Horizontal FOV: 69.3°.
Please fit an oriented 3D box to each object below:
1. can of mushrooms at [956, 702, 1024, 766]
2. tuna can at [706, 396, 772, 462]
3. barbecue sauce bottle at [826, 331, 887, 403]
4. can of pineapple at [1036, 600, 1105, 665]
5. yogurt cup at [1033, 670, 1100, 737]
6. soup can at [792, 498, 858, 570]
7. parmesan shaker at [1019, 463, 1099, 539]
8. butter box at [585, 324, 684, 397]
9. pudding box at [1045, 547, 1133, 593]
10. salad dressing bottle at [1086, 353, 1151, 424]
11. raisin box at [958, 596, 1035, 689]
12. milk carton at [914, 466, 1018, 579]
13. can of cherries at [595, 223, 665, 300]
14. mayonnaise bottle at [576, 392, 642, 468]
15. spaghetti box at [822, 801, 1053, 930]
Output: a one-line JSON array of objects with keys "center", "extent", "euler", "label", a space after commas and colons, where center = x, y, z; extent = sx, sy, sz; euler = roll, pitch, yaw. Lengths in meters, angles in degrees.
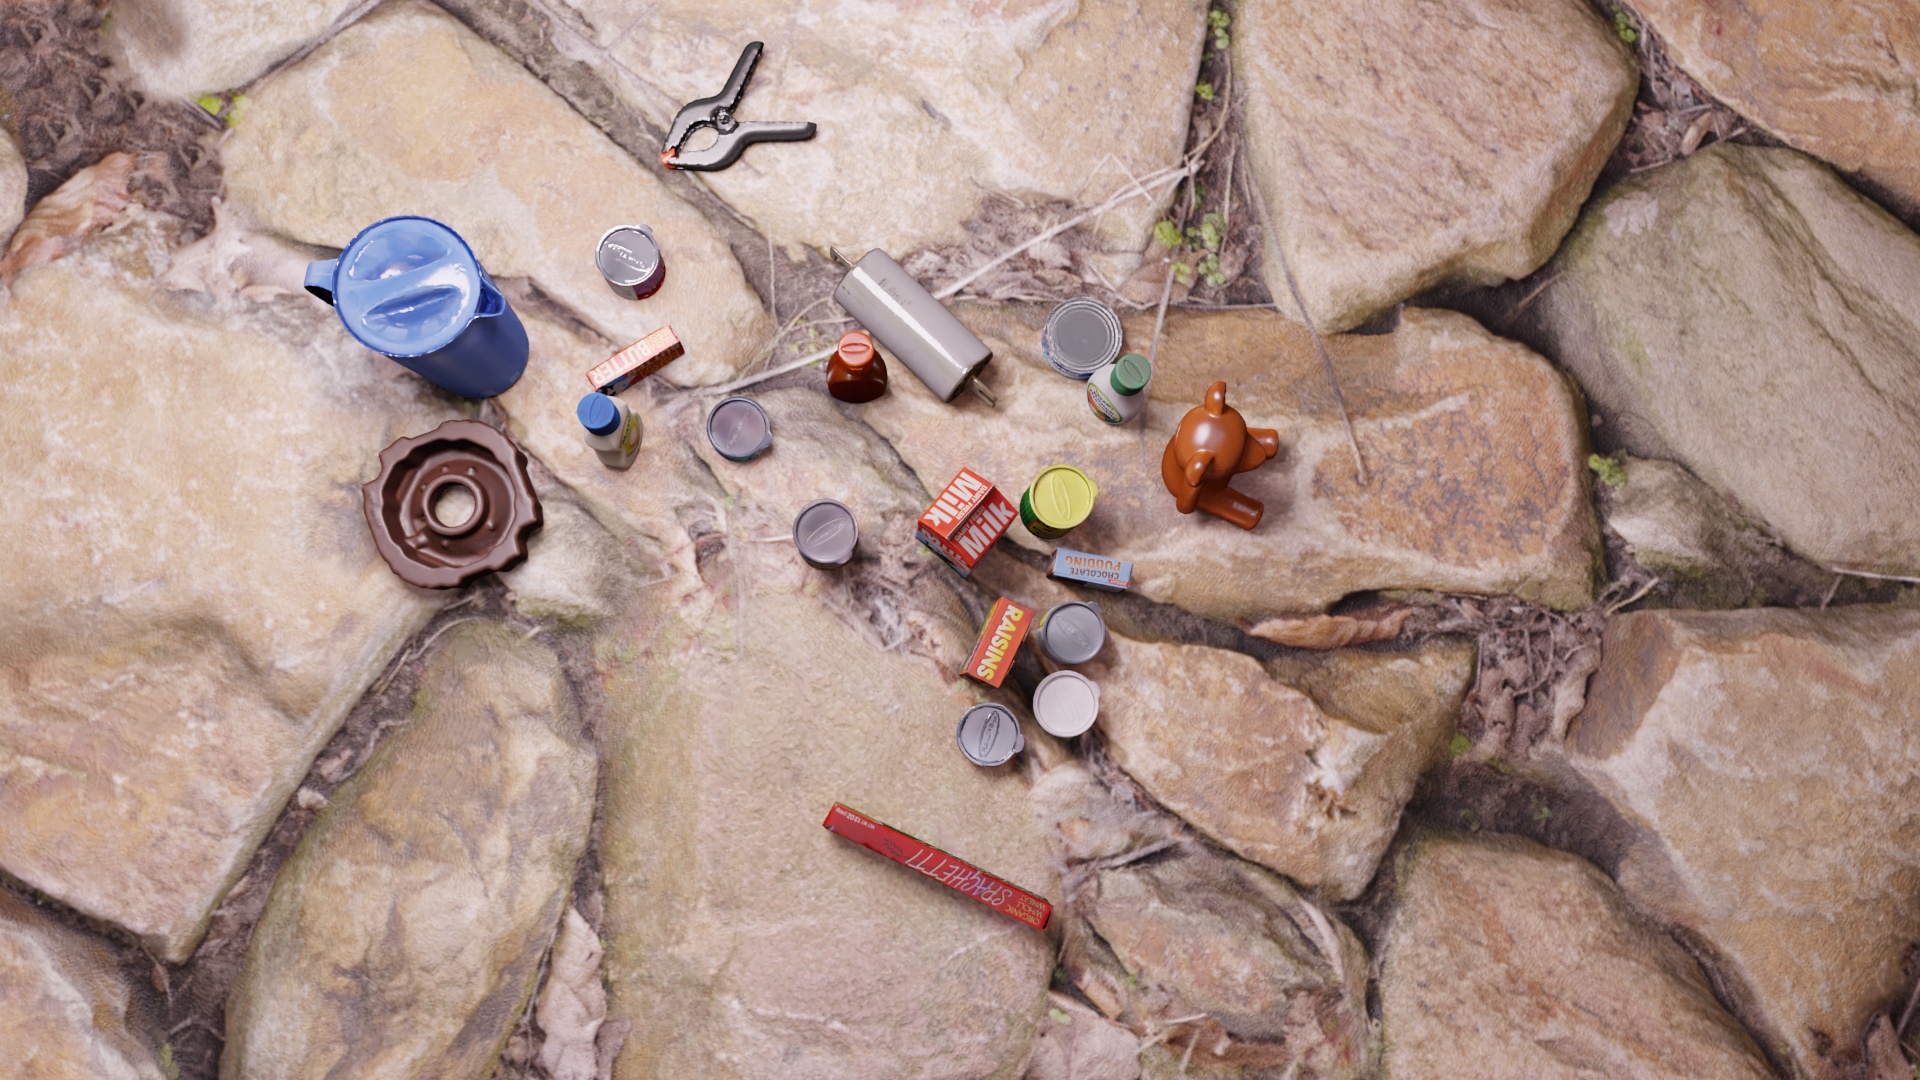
[{"center": [0.031, 0.203, 1.450], "extent": [0.071, 0.033, 0.071], "euler": [1, 82, -4], "label": "can of mushrooms"}, {"center": [-0.233, -0.117, 1.476], "extent": [0.071, 0.033, 0.071], "euler": [1, 82, -4], "label": "tuna can"}, {"center": [-0.107, -0.179, 1.435], "extent": [0.065, 0.148, 0.043], "euler": [-1, 83, -4], "label": "barbecue sauce bottle"}, {"center": [0.117, 0.097, 1.458], "extent": [0.071, 0.058, 0.071], "euler": [1, 82, -4], "label": "can of pineapple"}, {"center": [0.107, 0.171, 1.449], "extent": [0.072, 0.054, 0.072], "euler": [1, 82, -4], "label": "yogurt cup"}, {"center": [-0.138, -0.002, 1.441], "extent": [0.071, 0.083, 0.071], "euler": [0, 83, -4], "label": "soup can"}, {"center": [0.102, -0.039, 1.453], "extent": [0.071, 0.103, 0.071], "euler": [0, 83, -4], "label": "parmesan shaker"}, {"center": [-0.343, -0.188, 1.468], "extent": [0.103, 0.053, 0.024], "euler": [-33, 86, -7], "label": "butter box"}, {"center": [0.136, 0.032, 1.472], "extent": [0.084, 0.049, 0.030], "euler": [11, 82, -2], "label": "pudding box"}, {"center": [0.167, -0.160, 1.451], "extent": [0.044, 0.147, 0.064], "euler": [-39, 87, -7], "label": "salad dressing bottle"}, {"center": [0.036, 0.107, 1.418], "extent": [0.040, 0.123, 0.086], "euler": [27, 82, 0], "label": "raisin box"}, {"center": [0.005, -0.018, 1.399], "extent": [0.073, 0.190, 0.072], "euler": [40, 82, 2], "label": "milk carton"}, {"center": [-0.349, -0.297, 1.480], "extent": [0.071, 0.058, 0.071], "euler": [1, 82, -4], "label": "can of cherries"}, {"center": [-0.356, -0.116, 1.410], "extent": [0.041, 0.148, 0.065], "euler": [12, 82, -2], "label": "mayonnaise bottle"}, {"center": [-0.023, 0.332, 1.420], "extent": [0.250, 0.050, 0.029], "euler": [25, 82, 0], "label": "spaghetti box"}]
